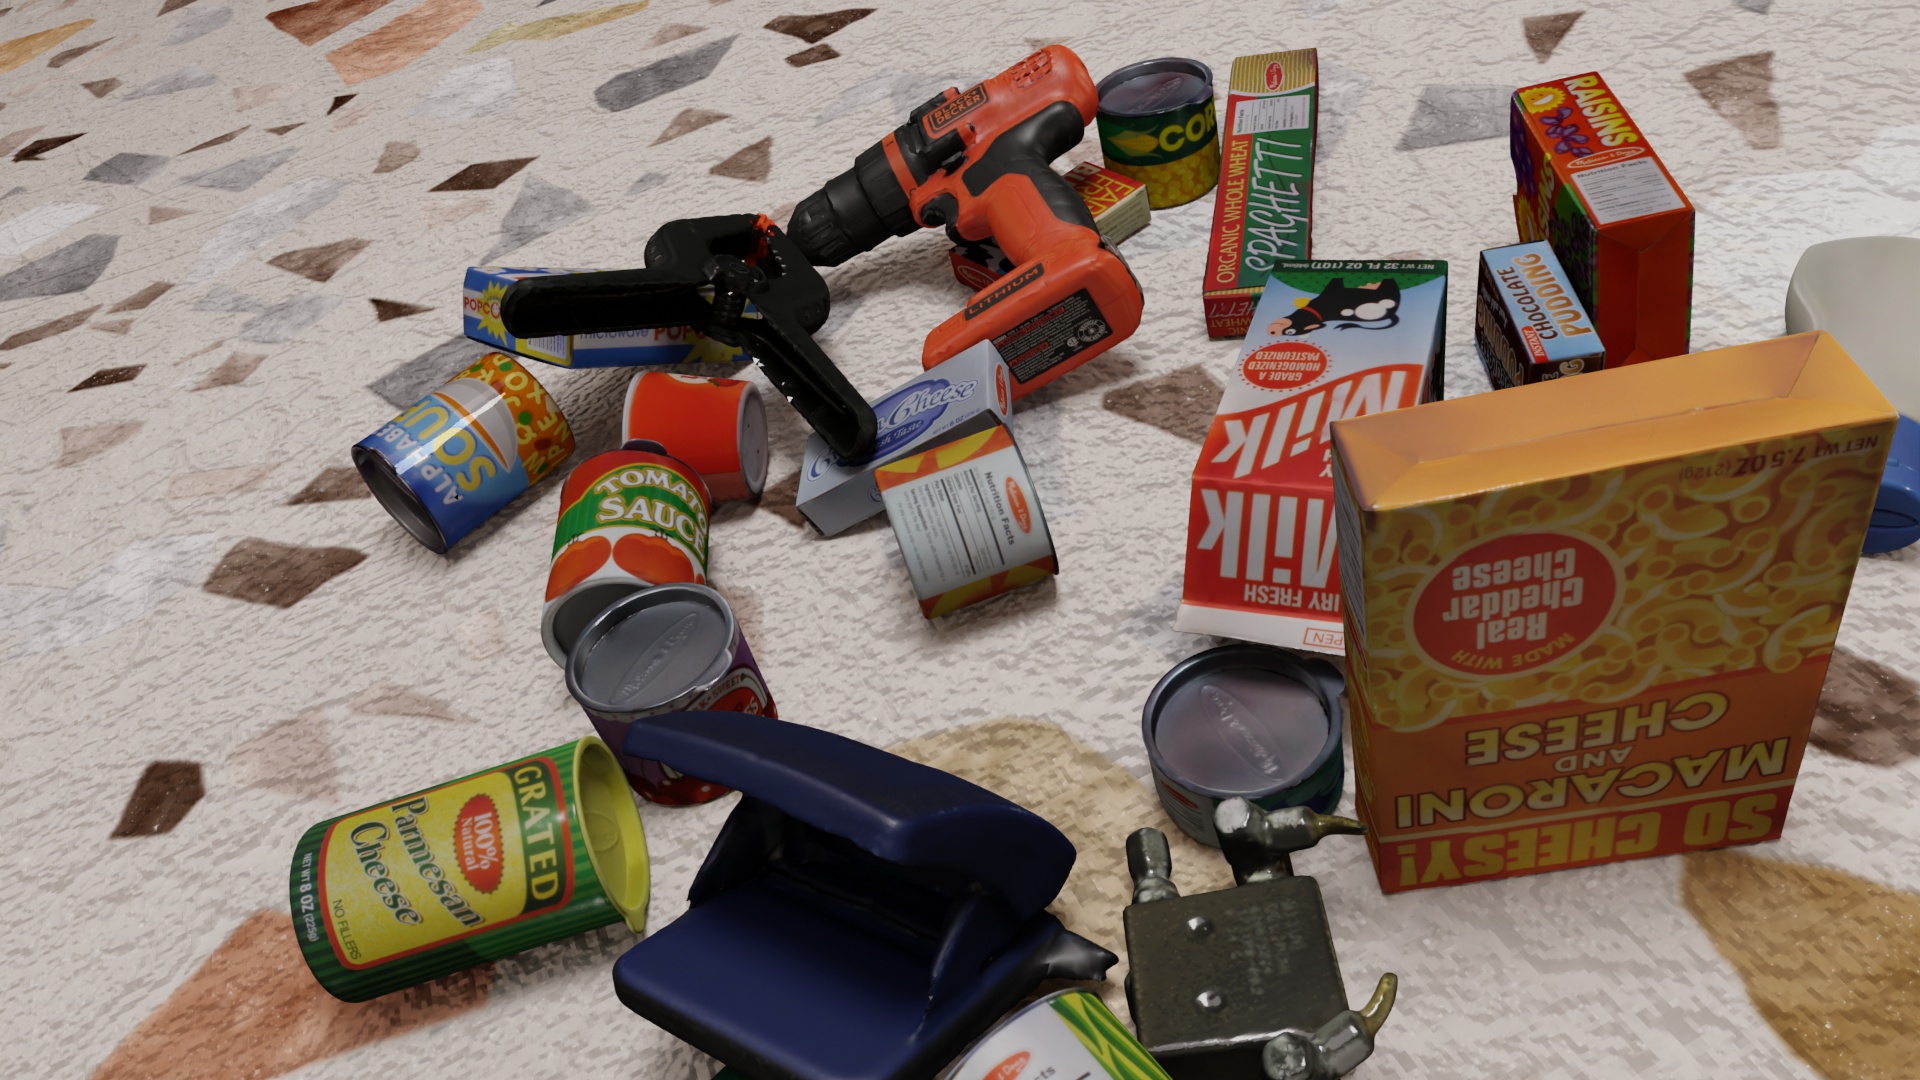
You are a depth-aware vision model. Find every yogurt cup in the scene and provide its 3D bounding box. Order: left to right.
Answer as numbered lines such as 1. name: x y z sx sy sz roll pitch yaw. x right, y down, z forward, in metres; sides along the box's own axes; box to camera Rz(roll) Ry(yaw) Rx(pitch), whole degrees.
1. yogurt cup: -0.123 -0.047 0.653 0.054 0.072 0.073 -1 43 6

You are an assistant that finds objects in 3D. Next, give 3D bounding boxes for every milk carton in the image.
1. milk carton: 0.138 -0.028 0.529 0.072 0.073 0.191 6 43 24

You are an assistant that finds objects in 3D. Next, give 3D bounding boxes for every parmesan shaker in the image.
1. parmesan shaker: -0.169 0.118 0.487 0.103 0.071 0.071 -18 41 0

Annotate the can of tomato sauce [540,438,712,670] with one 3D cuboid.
1. can of tomato sauce: -0.140 0.010 0.591 0.071 0.071 0.083 -14 42 4

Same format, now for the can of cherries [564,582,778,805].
1. can of cherries: -0.108 0.060 0.534 0.071 0.058 0.072 -9 41 8

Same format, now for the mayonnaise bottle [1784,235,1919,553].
1. mayonnaise bottle: 0.346 -0.059 0.525 0.065 0.041 0.149 8 48 28

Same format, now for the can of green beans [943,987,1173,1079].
1. can of green beans: 0.031 0.163 0.366 0.071 0.071 0.058 -34 50 -18

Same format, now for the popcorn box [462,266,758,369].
1. popcorn box: -0.178 -0.117 0.719 0.085 0.038 0.127 18 18 34

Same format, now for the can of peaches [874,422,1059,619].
1. can of peaches: 0.002 -0.007 0.567 0.058 0.071 0.071 -20 41 -2

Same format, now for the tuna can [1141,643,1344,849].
1. tuna can: 0.099 0.069 0.473 0.071 0.032 0.071 -9 42 9

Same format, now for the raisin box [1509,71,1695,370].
1. raisin box: 0.272 -0.133 0.596 0.040 0.085 0.124 -12 41 14

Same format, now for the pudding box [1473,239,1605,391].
1. pudding box: 0.239 -0.081 0.578 0.030 0.049 0.084 -7 43 9

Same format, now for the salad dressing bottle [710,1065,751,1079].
1. salad dressing bottle: -0.097 0.201 0.388 0.148 0.043 0.064 -39 45 -24

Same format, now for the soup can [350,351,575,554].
1. soup can: -0.244 -0.046 0.685 0.071 0.071 0.084 23 55 37

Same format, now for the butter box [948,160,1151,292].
1. butter box: 0.050 -0.166 0.753 0.104 0.024 0.053 -37 46 -20

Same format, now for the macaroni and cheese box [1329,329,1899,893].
1. macaroni and cheese box: 0.173 0.029 0.391 0.124 0.165 0.040 -10 41 8

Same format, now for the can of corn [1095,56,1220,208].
1. can of corn: 0.112 -0.226 0.771 0.071 0.058 0.071 -10 42 9

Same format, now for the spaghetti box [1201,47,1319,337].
1. spaghetti box: 0.163 -0.192 0.740 0.050 0.028 0.251 -1 44 17

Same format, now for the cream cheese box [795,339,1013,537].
1. cream cheese box: -0.025 -0.045 0.622 0.103 0.024 0.054 -26 37 22
